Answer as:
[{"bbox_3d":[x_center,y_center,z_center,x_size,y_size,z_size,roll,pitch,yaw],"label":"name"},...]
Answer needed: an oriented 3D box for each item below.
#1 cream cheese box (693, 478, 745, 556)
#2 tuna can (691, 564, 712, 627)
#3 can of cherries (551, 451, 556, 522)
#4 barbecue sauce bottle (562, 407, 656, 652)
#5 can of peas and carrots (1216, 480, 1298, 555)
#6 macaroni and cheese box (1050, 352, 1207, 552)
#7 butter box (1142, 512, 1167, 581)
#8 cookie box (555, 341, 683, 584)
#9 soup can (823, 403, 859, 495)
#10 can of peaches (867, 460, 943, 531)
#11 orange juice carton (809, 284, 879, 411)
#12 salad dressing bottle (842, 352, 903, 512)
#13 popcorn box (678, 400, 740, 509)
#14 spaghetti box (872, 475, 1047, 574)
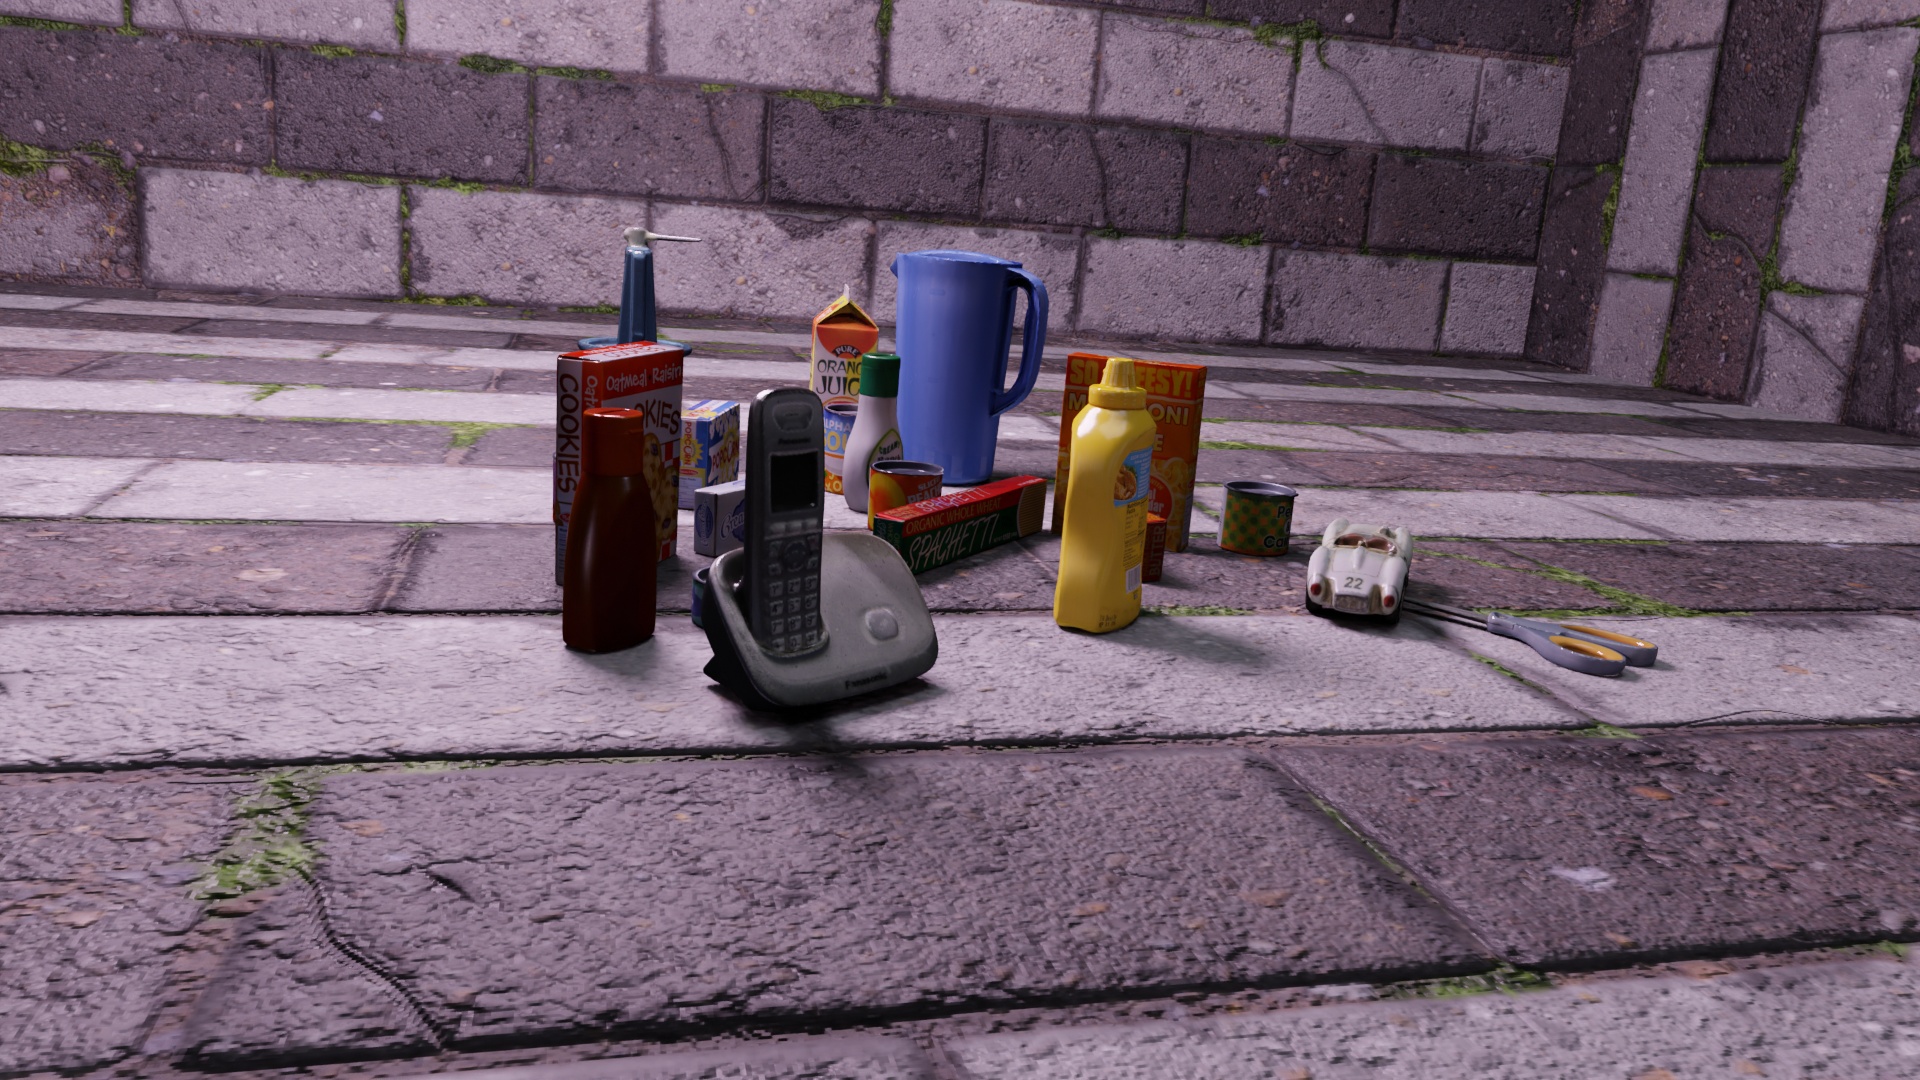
[{"bbox_3d":[-0.179,-0.022,1.150,0.024,0.053,0.104,11,15,27],"label":"cream cheese box"},{"bbox_3d":[-0.149,0.040,0.946,0.071,0.032,0.071,4,13,-1],"label":"tuna can"},{"bbox_3d":[-0.314,-0.044,1.188,0.071,0.058,0.071,4,13,-1],"label":"can of cherries"},{"bbox_3d":[-0.219,-0.008,0.874,0.044,0.148,0.065,11,15,26],"label":"barbecue sauce bottle"},{"bbox_3d":[0.274,-0.021,1.276,0.071,0.058,0.071,4,13,-1],"label":"can of peas and carrots"},{"bbox_3d":[0.152,-0.082,1.262,0.124,0.166,0.040,9,14,19],"label":"macaroni and cheese box"},{"bbox_3d":[0.137,-0.003,1.173,0.024,0.053,0.103,-1,15,-24],"label":"butter box"},{"bbox_3d":[-0.255,-0.060,1.039,0.040,0.167,0.123,8,14,14],"label":"cookie box"},{"bbox_3d":[-0.108,-0.091,1.394,0.071,0.083,0.071,4,13,-1],"label":"soup can"},{"bbox_3d":[-0.048,-0.038,1.246,0.071,0.058,0.071,4,13,-1],"label":"can of peaches"},{"bbox_3d":[-0.132,-0.190,1.562,0.073,0.192,0.072,3,13,-8],"label":"orange juice carton"},{"bbox_3d":[-0.080,-0.101,1.309,0.044,0.147,0.064,14,16,37],"label":"salad dressing bottle"},{"bbox_3d":[-0.241,-0.083,1.313,0.038,0.085,0.127,5,13,3],"label":"popcorn box"},{"bbox_3d":[0.004,-0.015,1.185,0.029,0.050,0.251,12,15,29],"label":"spaghetti box"}]
